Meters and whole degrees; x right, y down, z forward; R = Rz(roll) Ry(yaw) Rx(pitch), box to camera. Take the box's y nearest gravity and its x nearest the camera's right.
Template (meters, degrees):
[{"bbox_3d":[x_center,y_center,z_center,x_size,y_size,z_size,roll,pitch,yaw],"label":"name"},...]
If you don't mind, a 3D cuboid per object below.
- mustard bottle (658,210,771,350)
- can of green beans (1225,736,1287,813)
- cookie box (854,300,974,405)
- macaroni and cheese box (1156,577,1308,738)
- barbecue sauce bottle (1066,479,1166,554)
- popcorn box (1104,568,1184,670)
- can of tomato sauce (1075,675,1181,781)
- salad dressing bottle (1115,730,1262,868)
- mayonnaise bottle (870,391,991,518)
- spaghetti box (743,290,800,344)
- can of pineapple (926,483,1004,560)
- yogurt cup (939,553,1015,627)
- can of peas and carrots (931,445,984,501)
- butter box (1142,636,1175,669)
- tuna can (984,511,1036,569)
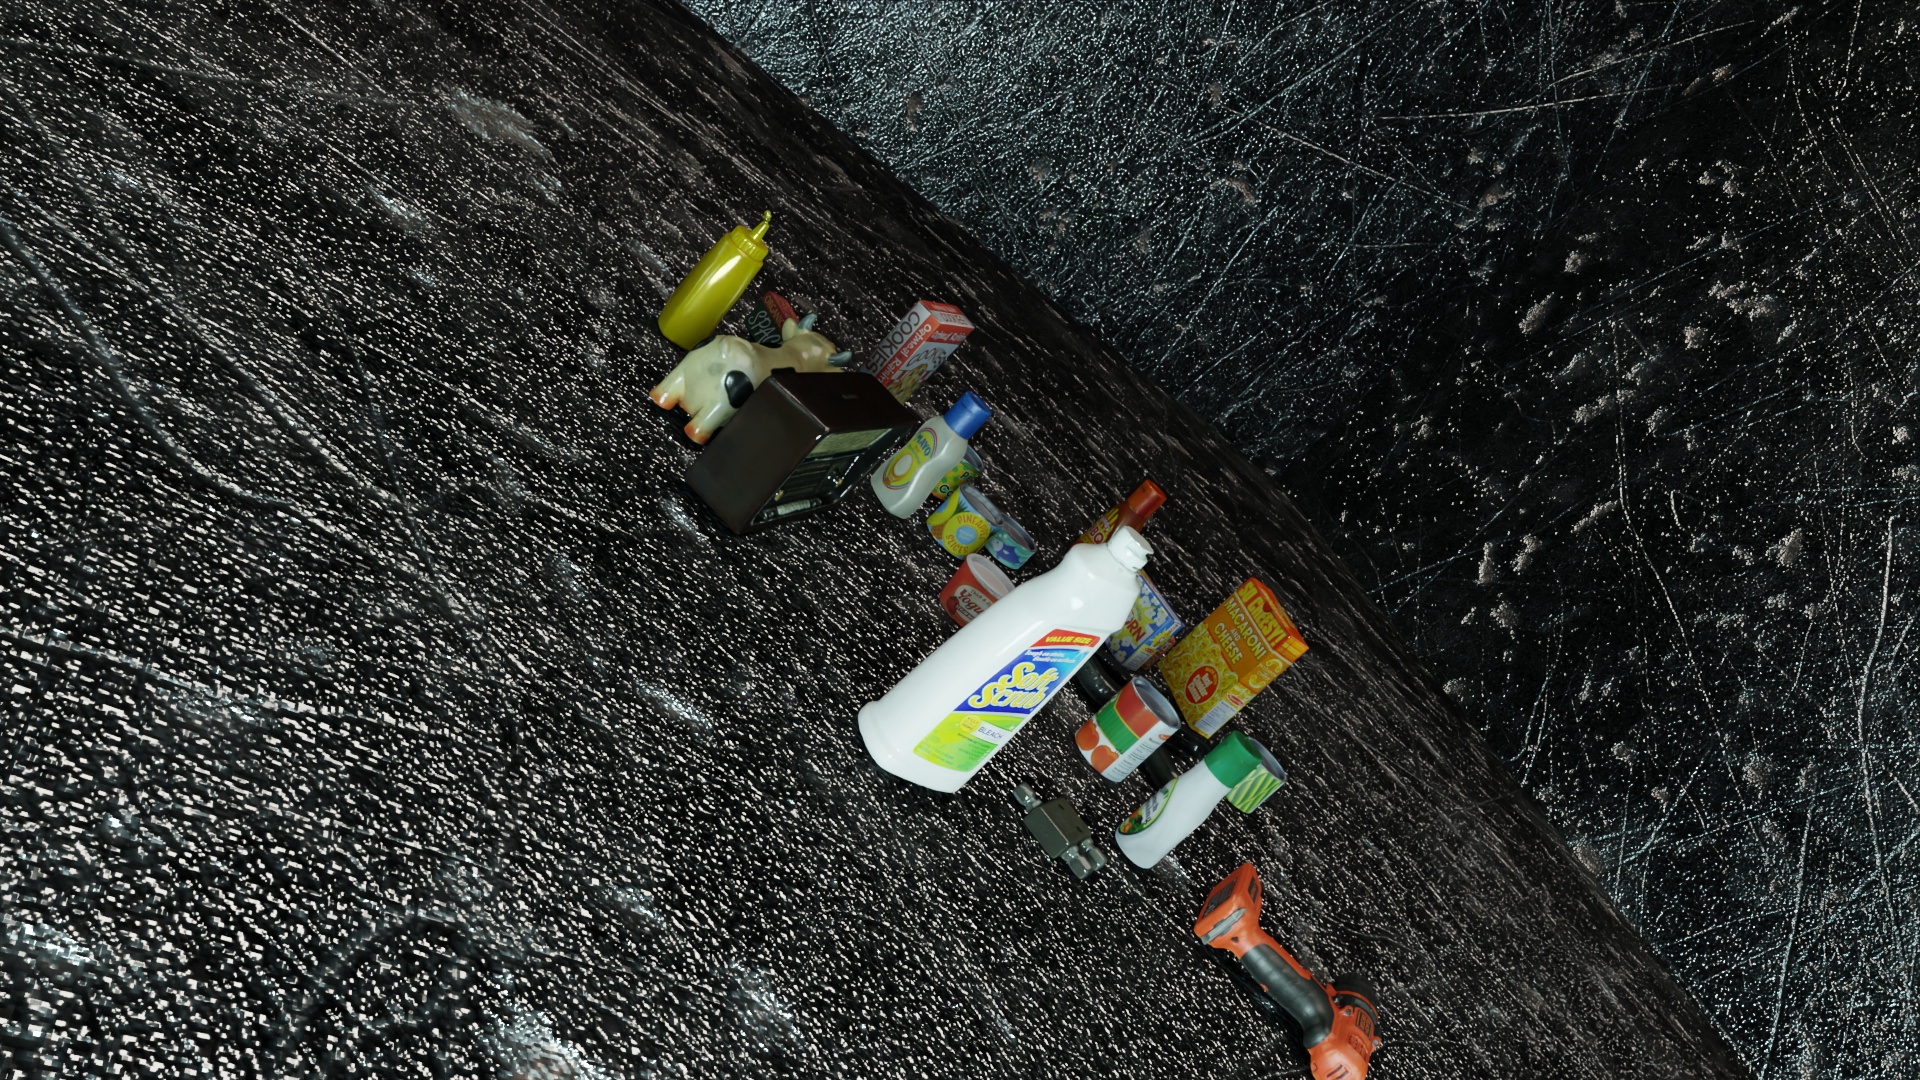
[{"bbox_3d":[-0.235,-0.262,1.375,0.049,0.160,0.065,34,19,-30],"label":"mustard bottle"},{"bbox_3d":[0.328,0.267,1.581,0.071,0.057,0.071,39,17,-15],"label":"can of green beans"},{"bbox_3d":[-0.069,-0.201,1.596,0.040,0.167,0.123,47,17,8],"label":"cookie box"},{"bbox_3d":[0.328,0.141,1.692,0.040,0.166,0.124,34,20,-31],"label":"macaroni and cheese box"},{"bbox_3d":[0.204,-0.015,1.809,0.043,0.148,0.065,35,19,-28],"label":"barbecue sauce bottle"},{"bbox_3d":[0.201,0.083,1.680,0.038,0.085,0.127,25,25,-48],"label":"popcorn box"},{"bbox_3d":[0.162,0.184,1.360,0.071,0.083,0.071,39,17,-15],"label":"can of tomato sauce"},{"bbox_3d":[0.204,0.230,1.236,0.044,0.147,0.064,43,17,-4],"label":"salad dressing bottle"},{"bbox_3d":[-0.030,-0.094,1.466,0.041,0.147,0.065,26,24,-46],"label":"mayonnaise bottle"},{"bbox_3d":[-0.175,-0.184,1.517,0.028,0.050,0.251,26,25,-46],"label":"spaghetti box"},{"bbox_3d":[0.005,-0.019,1.524,0.071,0.057,0.071,39,17,-15],"label":"can of pineapple"},{"bbox_3d":[0.016,0.054,1.383,0.072,0.054,0.073,39,18,-15],"label":"yogurt cup"},{"bbox_3d":[-0.013,-0.085,1.635,0.071,0.058,0.071,39,17,-15],"label":"can of peas and carrots"},{"bbox_3d":[0.240,0.118,1.740,0.024,0.053,0.104,41,17,-9],"label":"butter box"},{"bbox_3d":[0.053,-0.001,1.632,0.071,0.032,0.071,39,18,-15],"label":"tuna can"}]
